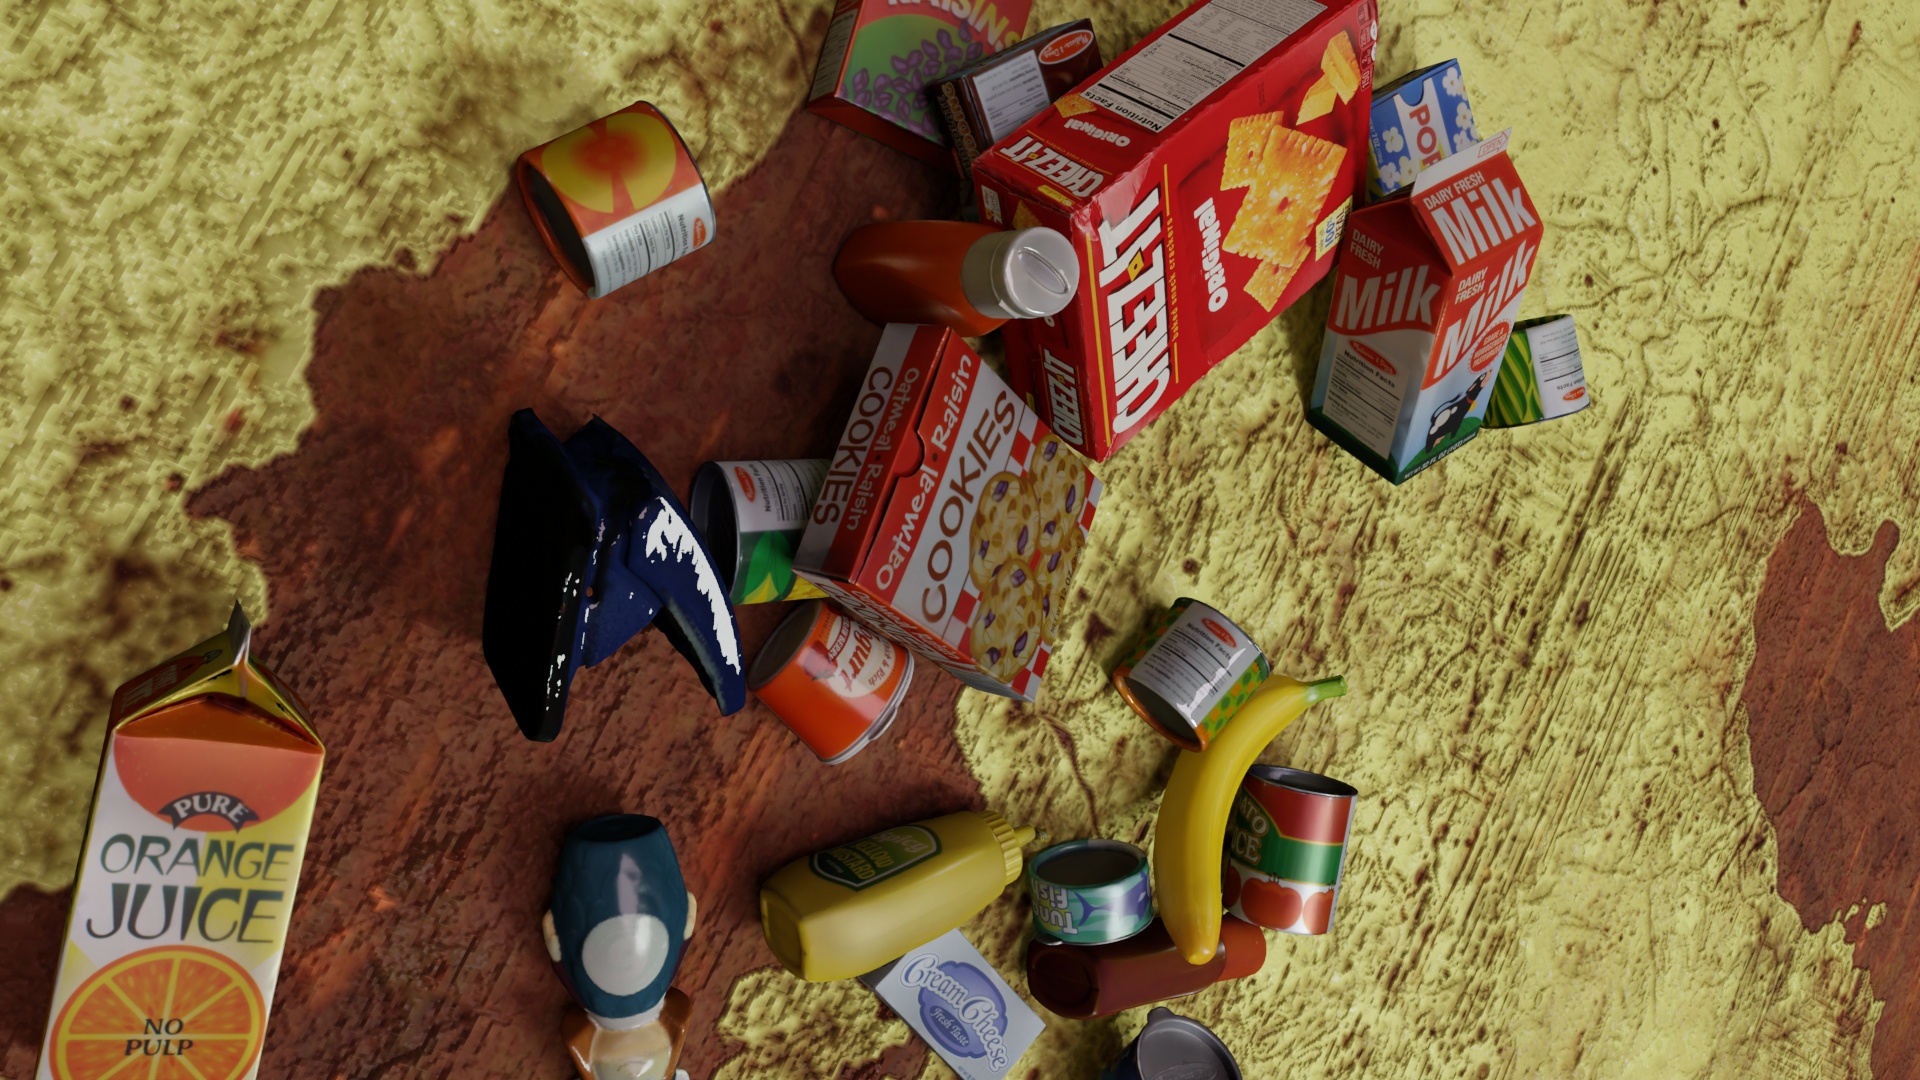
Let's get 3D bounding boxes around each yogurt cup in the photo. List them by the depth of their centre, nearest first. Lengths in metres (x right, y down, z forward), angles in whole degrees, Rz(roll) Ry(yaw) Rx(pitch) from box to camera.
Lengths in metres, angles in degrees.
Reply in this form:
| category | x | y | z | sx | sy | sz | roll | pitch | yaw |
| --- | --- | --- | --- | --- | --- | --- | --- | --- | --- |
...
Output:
| category | x | y | z | sx | sy | sz | roll | pitch | yaw |
| --- | --- | --- | --- | --- | --- | --- | --- | --- | --- |
| yogurt cup | -0.064 | 0.064 | 0.661 | 0.054 | 0.072 | 0.072 | 40 | 77 | -19 |

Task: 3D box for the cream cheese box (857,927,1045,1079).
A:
| category | x | y | z | sx | sy | sz | roll | pitch | yaw |
| --- | --- | --- | --- | --- | --- | --- | --- | --- | --- |
| cream cheese box | -0.004 | 0.244 | 0.739 | 0.053 | 0.024 | 0.103 | -46 | 115 | -18 |

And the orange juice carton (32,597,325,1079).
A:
| category | x | y | z | sx | sy | sz | roll | pitch | yaw |
| --- | --- | --- | --- | --- | --- | --- | --- | --- | --- |
| orange juice carton | -0.296 | 0.120 | 0.534 | 0.073 | 0.072 | 0.192 | 12 | 91 | -30 |

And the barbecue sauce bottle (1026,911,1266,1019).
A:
| category | x | y | z | sx | sy | sz | roll | pitch | yaw |
| --- | --- | --- | --- | --- | --- | --- | --- | --- | --- |
| barbecue sauce bottle | 0.111 | 0.236 | 0.782 | 0.149 | 0.065 | 0.043 | 4 | 85 | -38 |

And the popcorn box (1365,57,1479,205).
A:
| category | x | y | z | sx | sy | sz | roll | pitch | yaw |
| --- | --- | --- | --- | --- | --- | --- | --- | --- | --- |
| popcorn box | 0.271 | -0.209 | 0.828 | 0.085 | 0.038 | 0.126 | -31 | 110 | -21 |

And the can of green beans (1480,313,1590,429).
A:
| category | x | y | z | sx | sy | sz | roll | pitch | yaw |
| --- | --- | --- | --- | --- | --- | --- | --- | --- | --- |
| can of green beans | 0.352 | -0.106 | 0.867 | 0.071 | 0.071 | 0.057 | -19 | 99 | -26 |

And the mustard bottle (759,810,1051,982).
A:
| category | x | y | z | sx | sy | sz | roll | pitch | yaw |
| --- | --- | --- | --- | --- | --- | --- | --- | --- | --- |
| mustard bottle | -0.020 | 0.169 | 0.701 | 0.161 | 0.065 | 0.048 | -15 | 109 | -33 |

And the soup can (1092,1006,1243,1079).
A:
| category | x | y | z | sx | sy | sz | roll | pitch | yaw |
| --- | --- | --- | --- | --- | --- | --- | --- | --- | --- |
| soup can | 0.106 | 0.310 | 0.766 | 0.071 | 0.071 | 0.083 | 5 | 134 | -29 |

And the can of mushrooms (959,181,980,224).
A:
| category | x | y | z | sx | sy | sz | roll | pitch | yaw |
| --- | --- | --- | --- | --- | --- | --- | --- | --- | --- |
| can of mushrooms | 0.036 | -0.176 | 0.704 | 0.071 | 0.033 | 0.071 | -4 | 98 | -28 |

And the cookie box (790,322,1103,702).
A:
| category | x | y | z | sx | sy | sz | roll | pitch | yaw |
| --- | --- | --- | --- | --- | --- | --- | --- | --- | --- |
| cookie box | 0.002 | -0.008 | 0.654 | 0.167 | 0.040 | 0.123 | 39 | 65 | -51 |

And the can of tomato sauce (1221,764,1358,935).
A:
| category | x | y | z | sx | sy | sz | roll | pitch | yaw |
| --- | --- | --- | --- | --- | --- | --- | --- | --- | --- |
| can of tomato sauce | 0.191 | 0.180 | 0.816 | 0.071 | 0.071 | 0.083 | 8 | 93 | -30 |

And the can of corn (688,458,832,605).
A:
| category | x | y | z | sx | sy | sz | roll | pitch | yaw |
| --- | --- | --- | --- | --- | --- | --- | --- | --- | --- |
| can of corn | -0.088 | -0.003 | 0.639 | 0.058 | 0.071 | 0.071 | -3 | 98 | -29 |

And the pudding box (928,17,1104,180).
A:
| category | x | y | z | sx | sy | sz | roll | pitch | yaw |
| --- | --- | --- | --- | --- | --- | --- | --- | --- | --- |
| pudding box | 0.031 | -0.207 | 0.654 | 0.084 | 0.030 | 0.049 | -34 | 116 | -27 |

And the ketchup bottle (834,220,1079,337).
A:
| category | x | y | z | sx | sy | sz | roll | pitch | yaw |
| --- | --- | --- | --- | --- | --- | --- | --- | --- | --- |
| ketchup bottle | -0.002 | -0.117 | 0.624 | 0.064 | 0.149 | 0.043 | 35 | 81 | -28 |

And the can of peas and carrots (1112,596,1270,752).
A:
| category | x | y | z | sx | sy | sz | roll | pitch | yaw |
| --- | --- | --- | --- | --- | --- | --- | --- | --- | --- |
| can of peas and carrots | 0.127 | 0.075 | 0.768 | 0.059 | 0.071 | 0.071 | -46 | 115 | -16 |

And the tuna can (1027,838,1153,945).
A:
| category | x | y | z | sx | sy | sz | roll | pitch | yaw |
| --- | --- | --- | --- | --- | --- | --- | --- | --- | --- |
| tuna can | 0.068 | 0.189 | 0.747 | 0.071 | 0.071 | 0.032 | -12 | 101 | -27 |

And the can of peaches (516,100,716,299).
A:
| category | x | y | z | sx | sy | sz | roll | pitch | yaw |
| --- | --- | --- | --- | --- | --- | --- | --- | --- | --- |
| can of peaches | -0.147 | -0.145 | 0.588 | 0.058 | 0.071 | 0.071 | -33 | 111 | -21 |

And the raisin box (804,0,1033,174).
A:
| category | x | y | z | sx | sy | sz | roll | pitch | yaw |
| --- | --- | --- | --- | --- | --- | --- | --- | --- | --- |
| raisin box | -0.014 | -0.250 | 0.663 | 0.086 | 0.040 | 0.123 | 17 | 87 | -29 |

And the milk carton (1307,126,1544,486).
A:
| category | x | y | z | sx | sy | sz | roll | pitch | yaw |
| --- | --- | --- | --- | --- | --- | --- | --- | --- | --- |
| milk carton | 0.253 | -0.130 | 0.756 | 0.072 | 0.073 | 0.189 | -29 | 142 | -22 |
